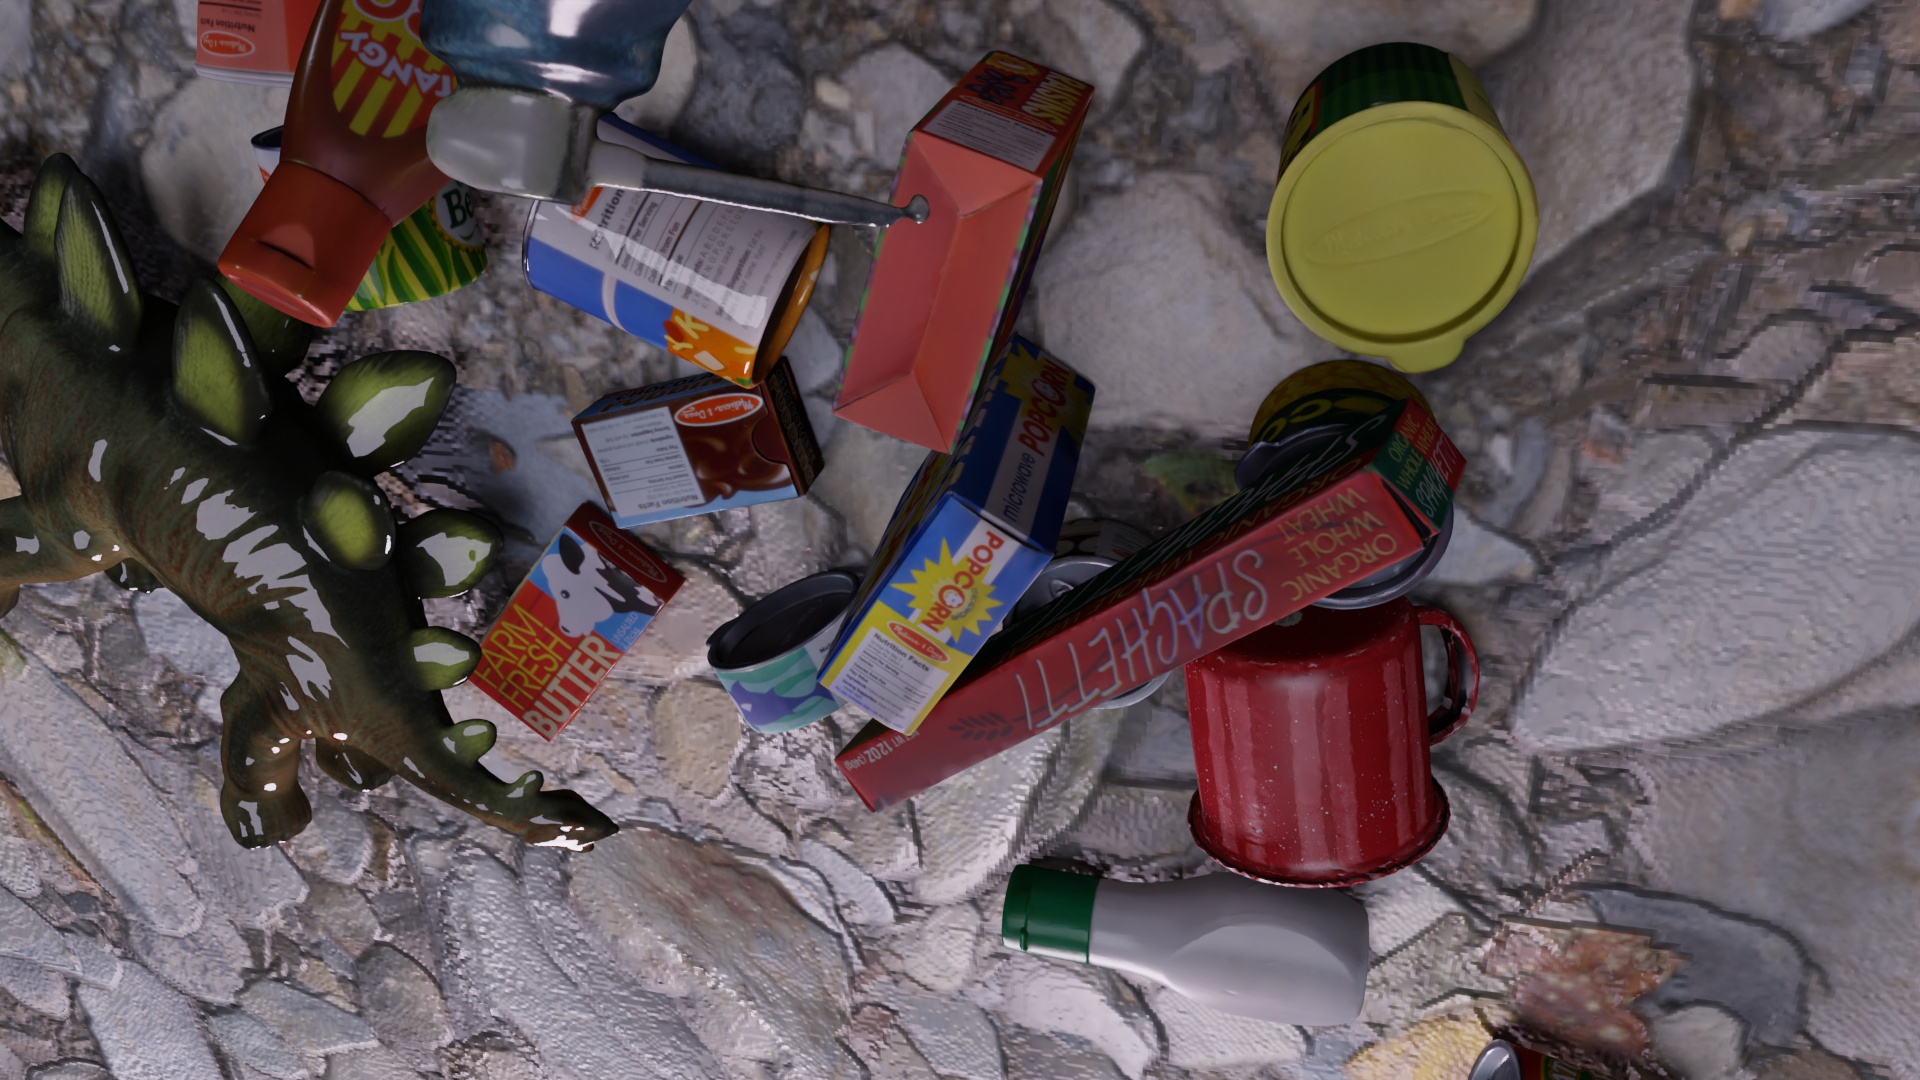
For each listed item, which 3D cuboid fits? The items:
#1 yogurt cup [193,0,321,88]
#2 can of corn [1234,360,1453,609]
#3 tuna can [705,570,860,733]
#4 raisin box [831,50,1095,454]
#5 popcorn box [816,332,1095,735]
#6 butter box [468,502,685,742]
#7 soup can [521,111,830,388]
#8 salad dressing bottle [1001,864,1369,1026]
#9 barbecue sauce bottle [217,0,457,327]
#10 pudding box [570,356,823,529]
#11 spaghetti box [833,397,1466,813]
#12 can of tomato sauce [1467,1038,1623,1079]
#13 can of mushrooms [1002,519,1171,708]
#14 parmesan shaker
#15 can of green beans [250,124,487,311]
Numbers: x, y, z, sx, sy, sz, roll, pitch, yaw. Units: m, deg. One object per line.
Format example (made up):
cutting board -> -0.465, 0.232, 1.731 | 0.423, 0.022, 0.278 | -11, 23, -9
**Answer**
yogurt cup -> -0.222, -0.182, 0.467 | 0.072, 0.073, 0.053 | 9, 111, 10
can of corn -> 0.126, -0.021, 0.464 | 0.071, 0.058, 0.070 | 6, 119, 11
tuna can -> -0.064, 0.044, 0.543 | 0.071, 0.071, 0.032 | -18, 112, 22
raisin box -> 0.003, -0.092, 0.421 | 0.040, 0.124, 0.085 | 19, 121, 2
popcorn box -> 0.002, -0.006, 0.465 | 0.038, 0.127, 0.084 | 31, 121, -7
butter box -> -0.166, 0.036, 0.590 | 0.053, 0.024, 0.103 | 39, 119, -7
soup can -> -0.096, -0.098, 0.479 | 0.084, 0.072, 0.071 | 26, 121, -1
salad dressing bottle -> 0.092, 0.164, 0.580 | 0.148, 0.044, 0.064 | 6, 121, 13
barbecue sauce bottle -> -0.178, -0.139, 0.438 | 0.065, 0.043, 0.149 | 28, 76, -15
pudding box -> -0.100, -0.036, 0.531 | 0.083, 0.030, 0.049 | -10, 113, 19
spaghetti box -> 0.050, 0.030, 0.459 | 0.249, 0.050, 0.028 | -33, 97, 40
can of tomato sauce -> 0.257, 0.250, 0.569 | 0.083, 0.071, 0.070 | 17, 120, 5
can of mushrooms -> 0.049, 0.029, 0.525 | 0.071, 0.034, 0.070 | 6, 119, 11
parmesan shaker -> 0.124, -0.098, 0.398 | 0.071, 0.103, 0.071 | 6, 118, 12
can of green beans -> -0.208, -0.119, 0.494 | 0.071, 0.071, 0.057 | 1, 118, 14
